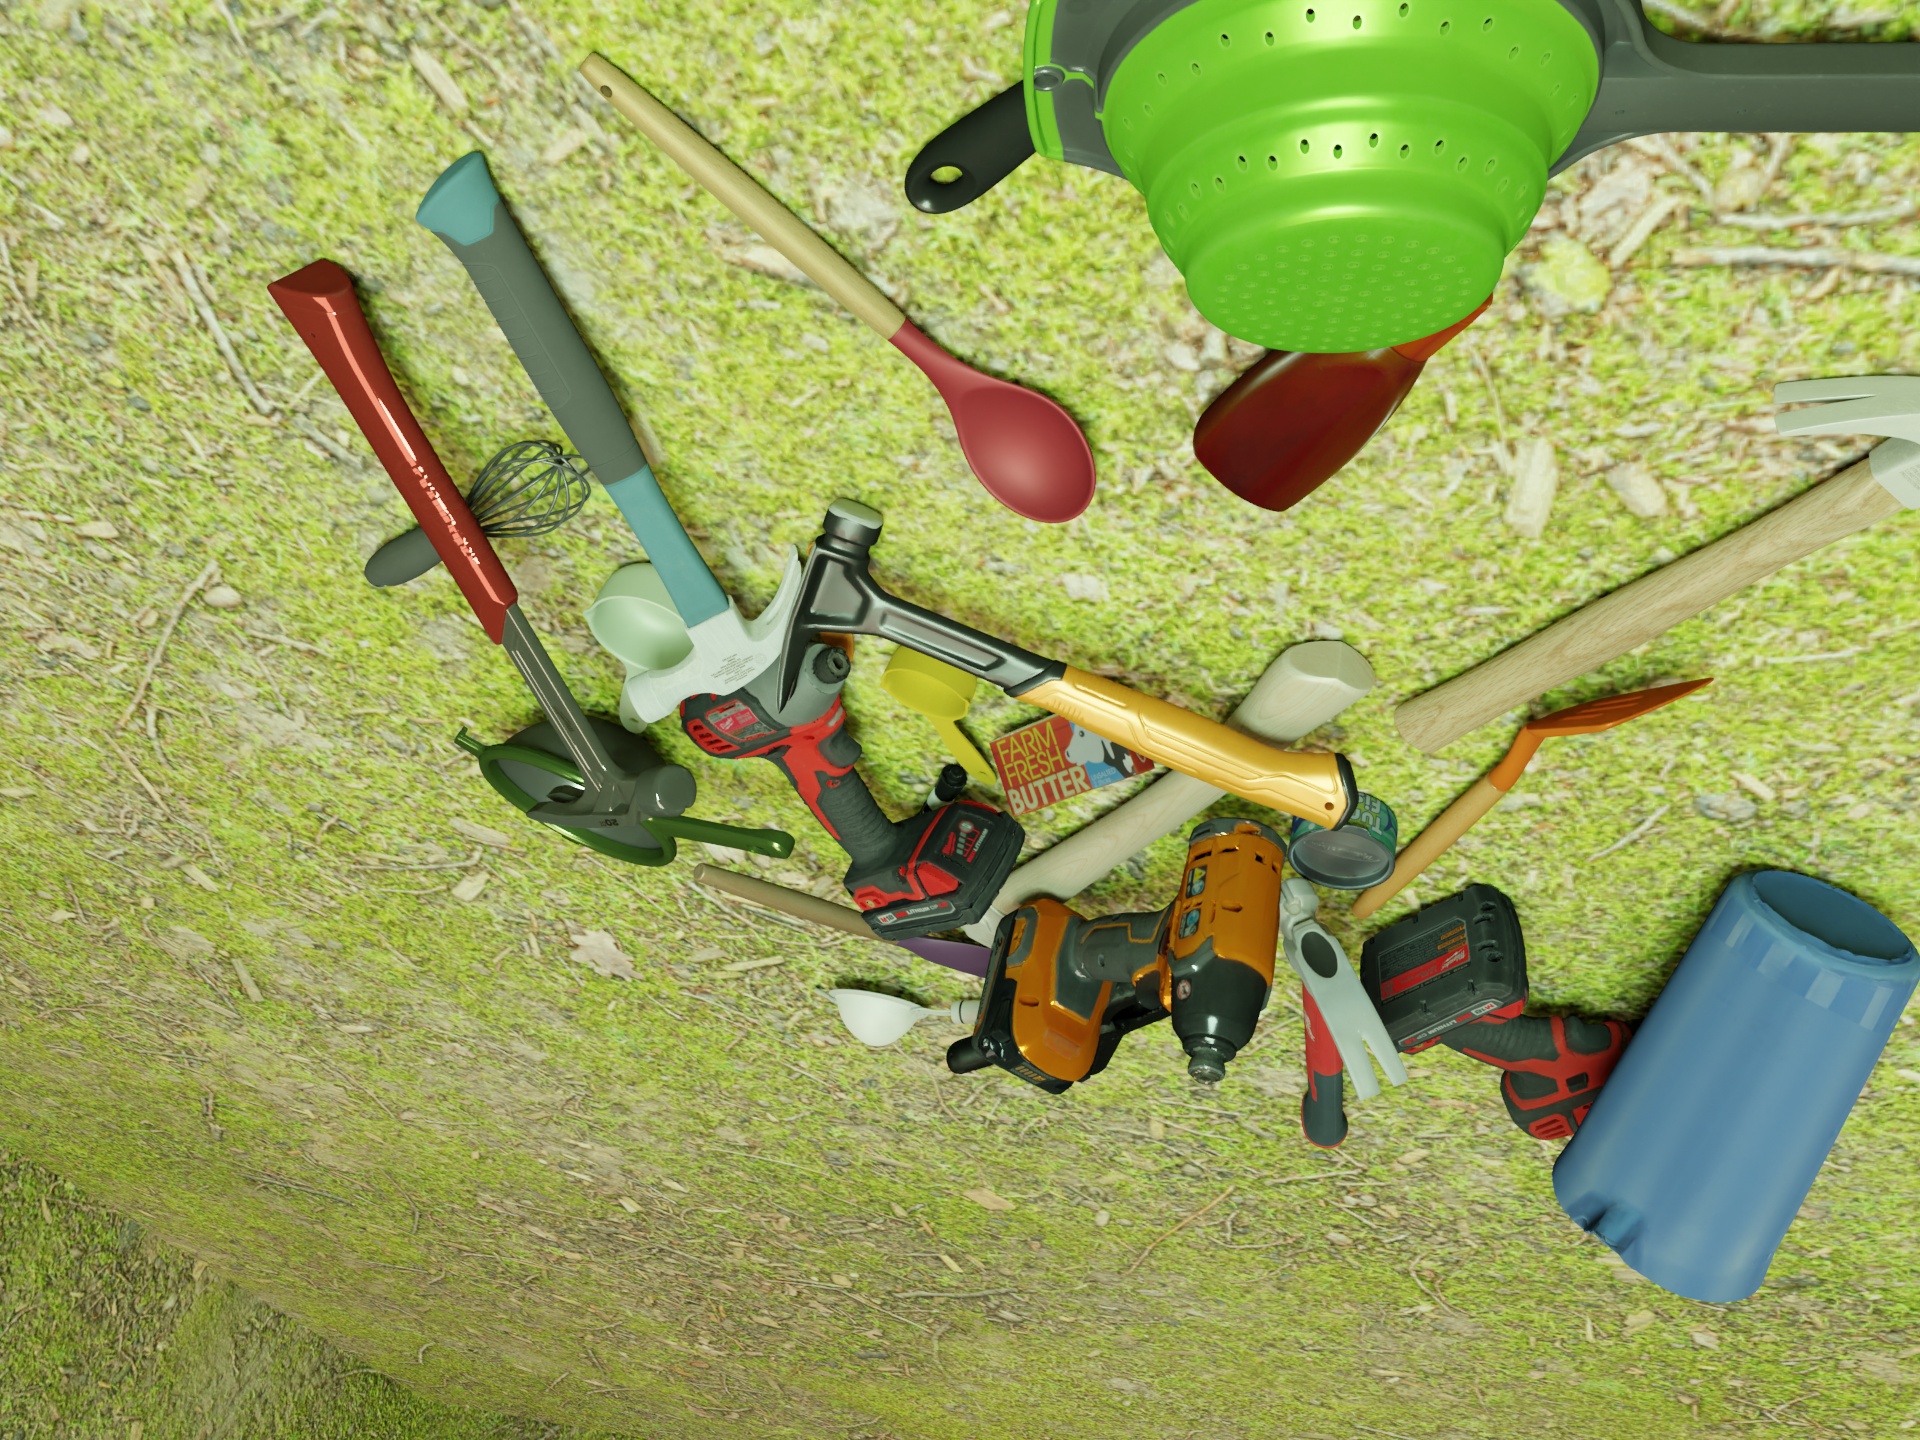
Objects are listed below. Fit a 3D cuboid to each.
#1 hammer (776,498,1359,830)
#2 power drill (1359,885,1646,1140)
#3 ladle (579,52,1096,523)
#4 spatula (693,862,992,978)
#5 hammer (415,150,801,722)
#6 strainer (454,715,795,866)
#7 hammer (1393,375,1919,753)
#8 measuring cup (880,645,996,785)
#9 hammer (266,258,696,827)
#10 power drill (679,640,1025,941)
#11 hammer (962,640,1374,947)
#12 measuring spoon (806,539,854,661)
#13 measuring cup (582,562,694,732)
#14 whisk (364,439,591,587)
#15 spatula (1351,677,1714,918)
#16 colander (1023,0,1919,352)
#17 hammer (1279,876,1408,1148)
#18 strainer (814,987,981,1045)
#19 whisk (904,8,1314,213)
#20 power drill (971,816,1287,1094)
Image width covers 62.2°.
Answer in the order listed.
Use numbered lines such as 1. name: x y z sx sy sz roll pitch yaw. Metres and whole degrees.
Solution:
1. hammer: 0.062 -0.007 0.902 0.337 0.034 0.127 22 112 1
2. power drill: 0.400 0.198 1.060 0.226 0.080 0.188 31 134 -24
3. ladle: -0.052 -0.205 0.766 0.315 0.031 0.069 37 136 -22
4. spatula: -0.065 0.151 1.166 0.060 0.018 0.315 -22 146 40
5. hammer: -0.190 -0.145 0.860 0.128 0.033 0.330 -24 127 3
6. strainer: -0.209 0.044 1.086 0.256 0.069 0.151 8 151 30
7. hammer: 0.346 -0.061 0.786 0.130 0.031 0.331 32 141 -19
8. measuring cup: -0.002 -0.003 1.010 0.062 0.029 0.156 11 156 26
9. hammer: -0.285 -0.088 0.914 0.149 0.037 0.358 -4 122 42
10. power drill: -0.067 0.038 1.021 0.143 0.079 0.219 -21 119 46
11. hammer: 0.127 0.068 1.035 0.146 0.038 0.410 28 142 -16
12. measuring spoon: -0.077 -0.071 0.962 0.021 0.011 0.116 9 146 9
13. measuring cup: -0.200 -0.044 1.024 0.083 0.038 0.167 21 148 -5
14. whisk: -0.299 -0.119 0.962 0.239 0.055 0.055 -15 133 42
15. spatula: 0.310 0.055 0.936 0.081 0.041 0.322 -19 156 -25
16. colander: 0.219 -0.194 0.570 0.397 0.094 0.204 2 169 5
17. hammer: 0.264 0.251 1.123 0.038 0.143 0.385 -23 147 0
18. strainer: -0.009 0.242 1.309 0.258 0.050 0.086 -6 153 23
19. whisk: 0.076 -0.268 0.613 0.073 0.073 0.296 40 144 -27
20. power drill: 0.107 0.167 1.007 0.084 0.164 0.226 32 142 -24
